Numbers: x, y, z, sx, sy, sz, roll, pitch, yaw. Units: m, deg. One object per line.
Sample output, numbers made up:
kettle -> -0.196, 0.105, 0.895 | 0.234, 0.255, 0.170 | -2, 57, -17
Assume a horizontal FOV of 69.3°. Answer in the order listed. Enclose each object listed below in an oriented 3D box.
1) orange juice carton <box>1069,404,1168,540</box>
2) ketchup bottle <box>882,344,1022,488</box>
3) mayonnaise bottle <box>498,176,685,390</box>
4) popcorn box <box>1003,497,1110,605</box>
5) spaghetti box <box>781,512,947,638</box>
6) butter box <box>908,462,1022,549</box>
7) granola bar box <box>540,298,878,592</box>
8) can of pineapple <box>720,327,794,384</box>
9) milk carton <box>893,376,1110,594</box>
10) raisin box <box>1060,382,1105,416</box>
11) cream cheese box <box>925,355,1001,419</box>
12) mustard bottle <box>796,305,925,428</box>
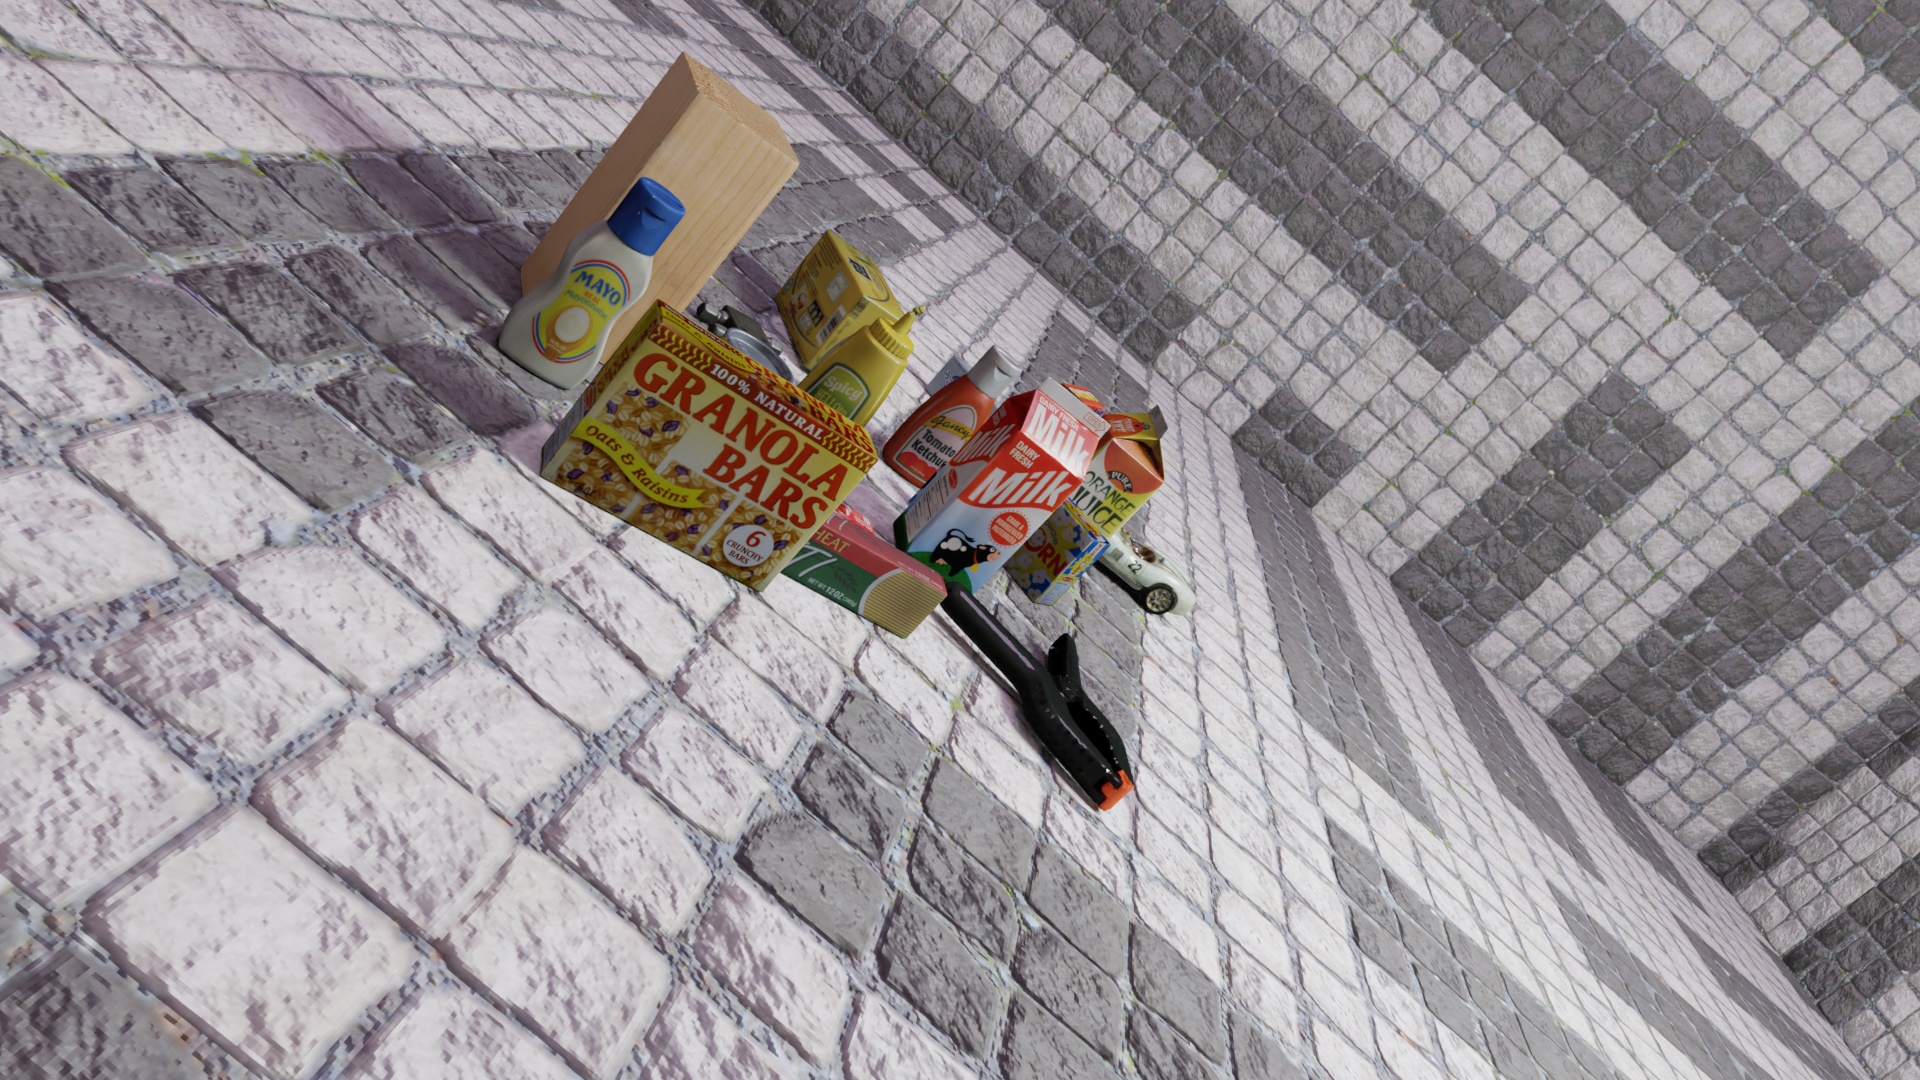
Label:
orange juice carton -> 0.135, -0.054, 1.375 | 0.073, 0.192, 0.072 | 38, 17, -16
ketchup bottle -> -0.004, -0.117, 1.295 | 0.064, 0.148, 0.044 | 35, 18, -23
mayonnaise bottle -> -0.239, -0.171, 0.914 | 0.064, 0.147, 0.041 | 34, 19, -28
popcorn box -> 0.069, -0.013, 1.313 | 0.127, 0.085, 0.038 | 51, 19, 25
spaghetti box -> -0.117, -0.006, 0.952 | 0.250, 0.050, 0.029 | 31, 20, -32
butter box -> 0.004, -0.015, 1.234 | 0.104, 0.053, 0.024 | 50, 18, 22
granola bar box -> -0.154, -0.055, 0.862 | 0.165, 0.124, 0.039 | 32, 20, -32
can of pineapple -> -0.176, -0.126, 1.095 | 0.071, 0.057, 0.071 | 38, 18, -14
milk carton -> 0.034, -0.045, 1.138 | 0.072, 0.190, 0.074 | 36, 18, -22
raisin box -> 0.100, -0.120, 1.572 | 0.040, 0.123, 0.086 | 48, 18, 16
cream cheese box -> 0.008, -0.156, 1.577 | 0.024, 0.053, 0.104 | 17, 30, -55
mustard bottle -> -0.085, -0.136, 1.146 | 0.065, 0.160, 0.049 | 42, 17, -3
